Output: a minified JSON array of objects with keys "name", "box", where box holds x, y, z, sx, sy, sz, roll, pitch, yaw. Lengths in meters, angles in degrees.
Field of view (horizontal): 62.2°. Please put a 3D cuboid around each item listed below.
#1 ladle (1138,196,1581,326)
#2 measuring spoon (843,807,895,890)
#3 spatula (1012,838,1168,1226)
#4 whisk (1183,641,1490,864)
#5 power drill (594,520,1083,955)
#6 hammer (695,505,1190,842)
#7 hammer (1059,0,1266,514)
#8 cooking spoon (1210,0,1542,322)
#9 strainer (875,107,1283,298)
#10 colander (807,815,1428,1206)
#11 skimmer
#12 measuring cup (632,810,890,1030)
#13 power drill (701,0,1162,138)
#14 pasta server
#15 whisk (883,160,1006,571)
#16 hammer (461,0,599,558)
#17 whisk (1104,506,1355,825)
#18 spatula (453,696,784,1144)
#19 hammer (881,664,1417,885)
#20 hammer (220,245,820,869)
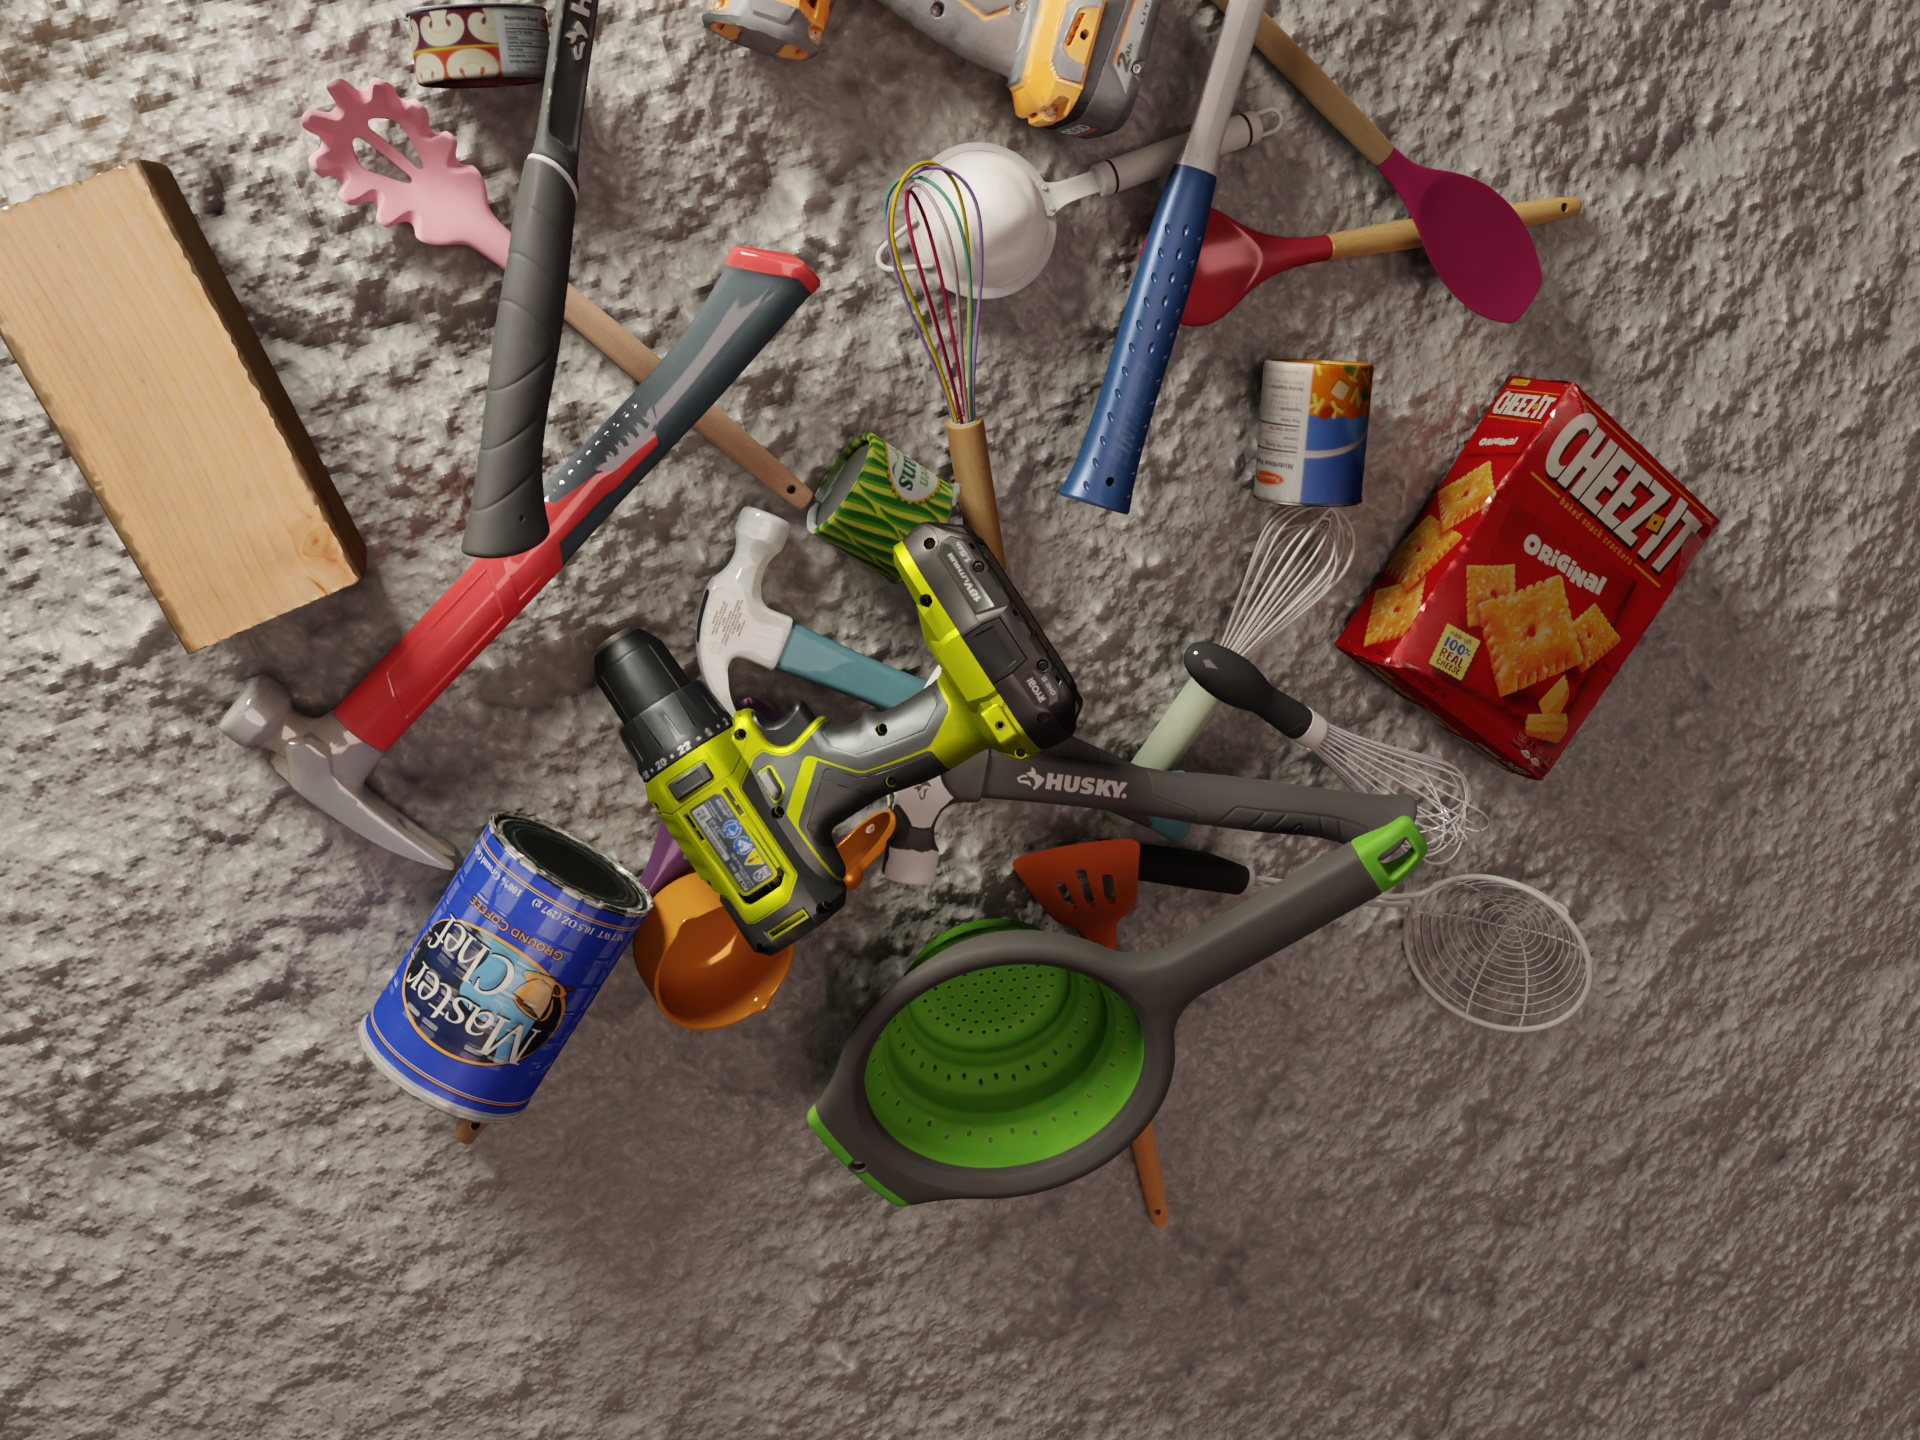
[{"name":"ladle","box":[0.245,-0.293,0.966,0.315,0.031,0.069,-13,106,-17]},{"name":"measuring spoon","box":[-0.036,0.061,0.982,0.021,0.011,0.117,42,90,-24]},{"name":"spatula","box":[0.106,0.214,1.060,0.081,0.041,0.322,-10,112,9]},{"name":"whisk","box":[0.243,0.018,1.017,0.284,0.070,0.070,29,95,-32]},{"name":"power drill","box":[-0.069,-0.009,0.853,0.228,0.080,0.190,-33,92,8]},{"name":"hammer","box":[-0.002,-0.003,0.945,0.330,0.033,0.128,23,93,-18]},{"name":"hammer","box":[0.139,-0.314,0.882,0.144,0.035,0.405,12,100,-25]},{"name":"cooking spoon","box":[0.232,-0.349,0.934,0.318,0.017,0.069,37,82,-19]},{"name":"strainer","box":[0.074,-0.305,0.898,0.258,0.050,0.087,-24,97,-15]},{"name":"colander","box":[0.091,0.149,0.967,0.397,0.095,0.204,-32,120,11]},{"name":"skimmer","box":[0.249,0.138,1.059,0.363,0.090,0.127,10,134,-19]},{"name":"measuring cup","box":[-0.117,0.104,0.942,0.173,0.052,0.095,-42,132,-10]},{"name":"power drill","box":[-0.005,-0.416,0.818,0.226,0.084,0.185,12,100,-17]},{"name":"pasta server","box":[-0.197,-0.211,0.833,0.316,0.040,0.060,39,97,-25]},{"name":"whisk","box":[-0.005,-0.187,0.888,0.051,0.047,0.244,2,124,20]},{"name":"hammer","box":[-0.194,-0.278,0.754,0.149,0.036,0.409,-1,105,-55]},{"name":"whisk","box":[0.167,-0.035,1.008,0.058,0.059,0.246,36,97,12]},{"name":"spatula","box":[-0.200,0.123,0.942,0.059,0.018,0.316,37,91,-23]},{"name":"hammer","box":[0.123,0.039,0.952,0.334,0.035,0.146,7,98,-17]},{"name":"hammer","box":[-0.206,-0.091,0.847,0.386,0.038,0.143,-45,116,4]}]
